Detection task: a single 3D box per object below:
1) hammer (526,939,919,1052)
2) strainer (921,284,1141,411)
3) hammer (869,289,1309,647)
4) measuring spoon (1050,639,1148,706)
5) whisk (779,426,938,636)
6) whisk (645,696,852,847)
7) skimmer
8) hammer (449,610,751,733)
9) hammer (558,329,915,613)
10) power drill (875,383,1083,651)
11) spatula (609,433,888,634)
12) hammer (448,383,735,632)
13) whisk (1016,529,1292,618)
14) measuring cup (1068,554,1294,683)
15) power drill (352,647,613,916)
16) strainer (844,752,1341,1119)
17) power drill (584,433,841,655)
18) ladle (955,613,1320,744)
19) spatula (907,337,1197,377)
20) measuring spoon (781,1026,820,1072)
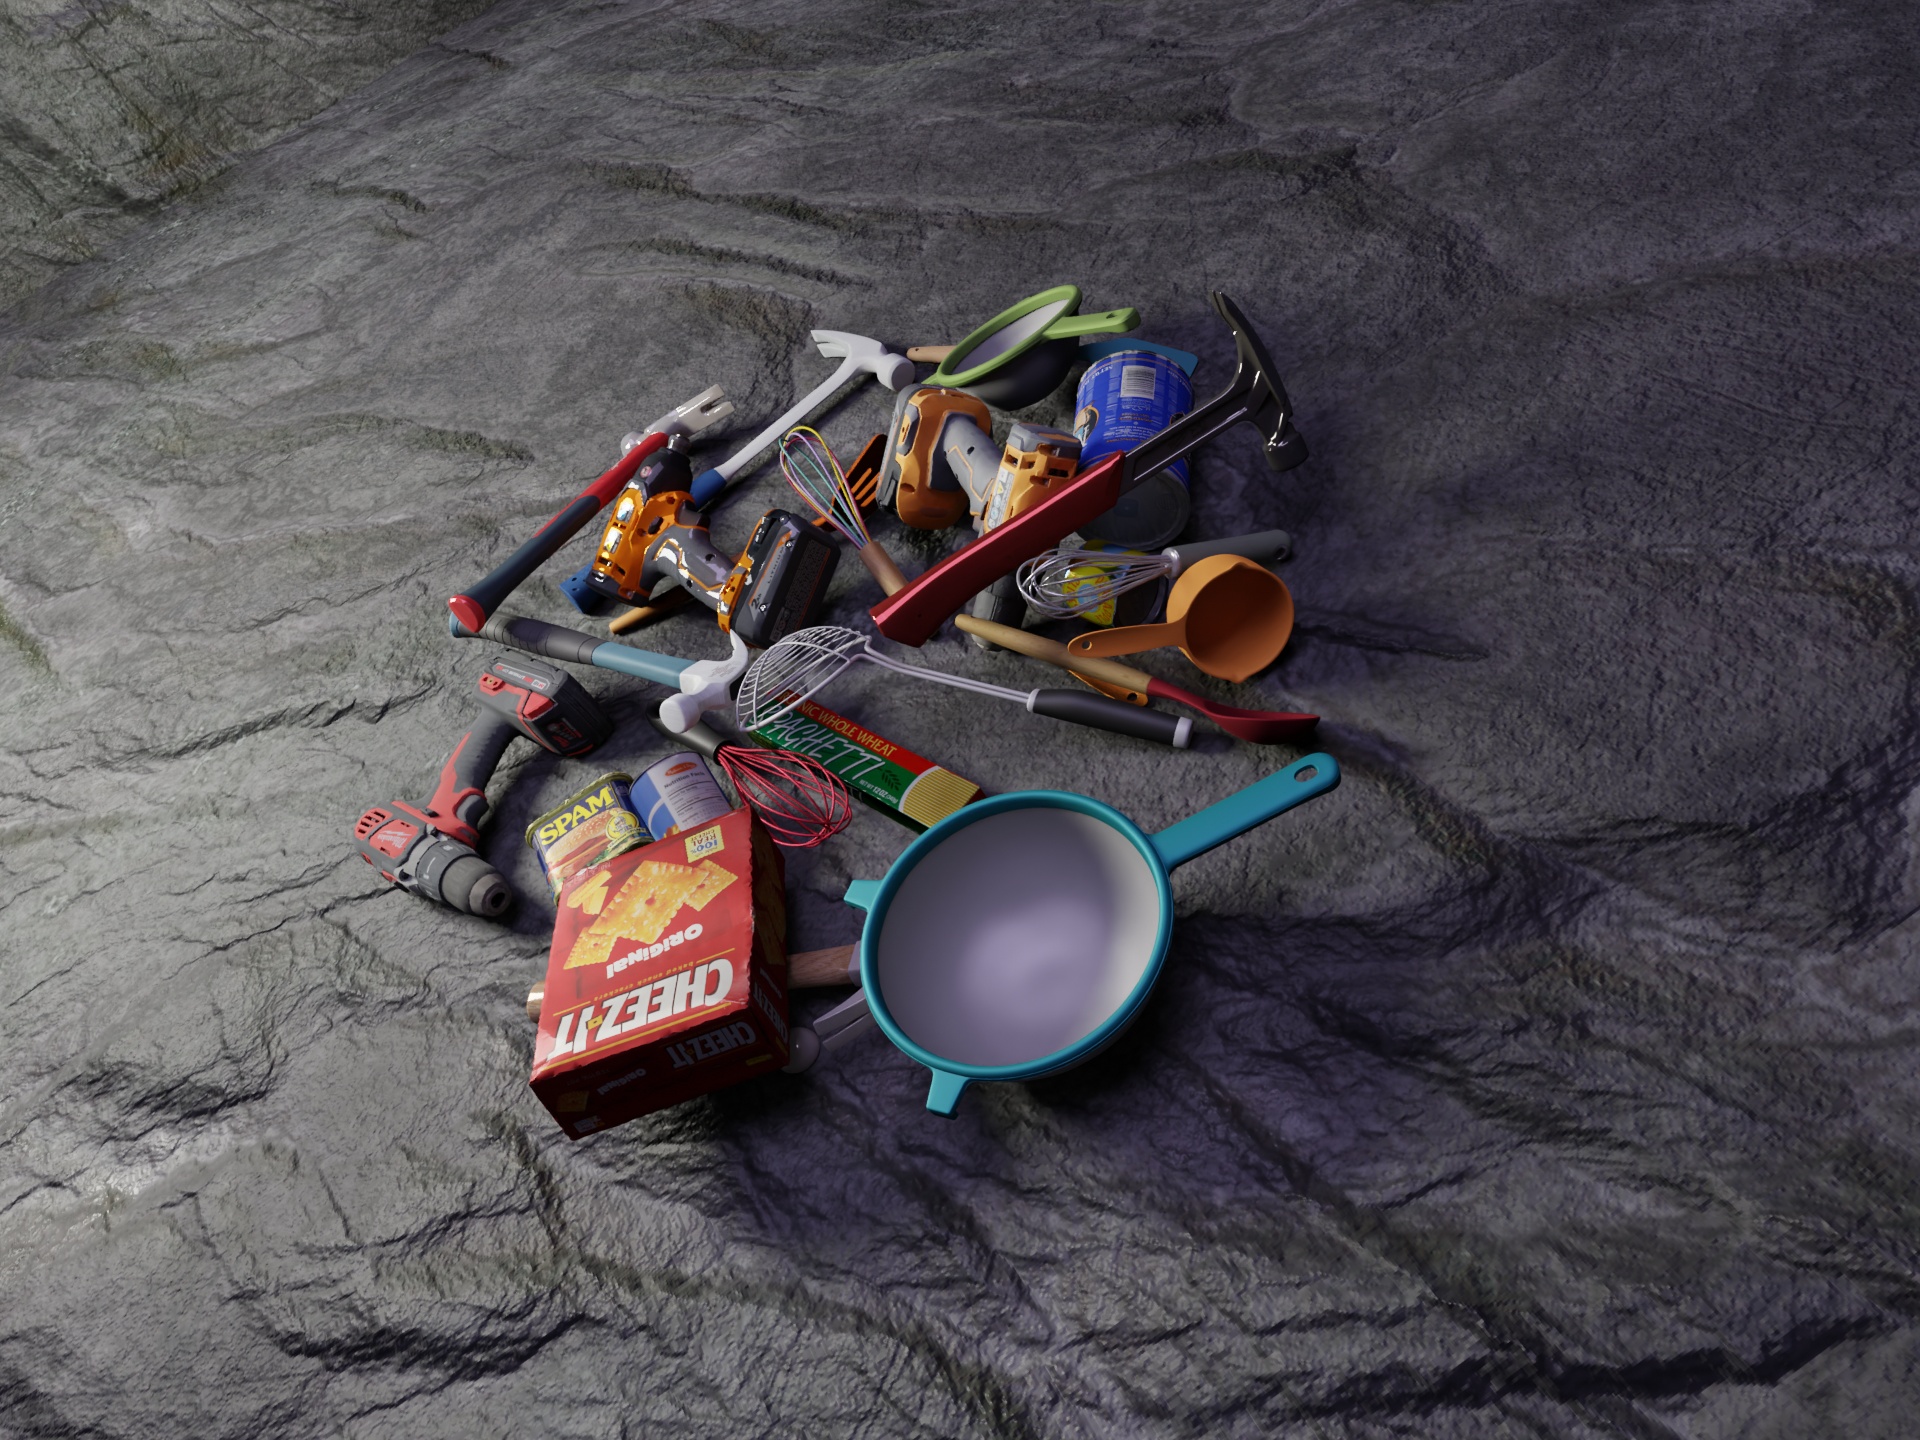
[{"bbox_3d":[-0.179,0.194,1.170,0.331,0.031,0.130,-11,36,22],"label":"hammer"},{"bbox_3d":[0.085,-0.320,1.400,0.151,0.069,0.256,-43,26,-20],"label":"strainer"},{"bbox_3d":[0.085,-0.174,1.214,0.359,0.149,0.037,-32,20,1],"label":"hammer"},{"bbox_3d":[0.104,-0.035,1.253,0.021,0.011,0.117,-45,51,-16],"label":"measuring spoon"},{"bbox_3d":[-0.090,-0.167,1.387,0.047,0.051,0.245,-38,67,6],"label":"whisk"},{"bbox_3d":[-0.184,0.034,1.306,0.073,0.073,0.296,-46,41,-15],"label":"whisk"},{"bbox_3d":[-0.002,-0.004,1.236,0.363,0.090,0.127,13,31,16],"label":"skimmer"},{"bbox_3d":[-0.318,-0.060,1.366,0.331,0.033,0.128,14,32,30],"label":"hammer"},{"bbox_3d":[-0.234,-0.252,1.589,0.405,0.035,0.144,-42,47,-11],"label":"hammer"},{"bbox_3d":[0.010,-0.176,1.340,0.084,0.185,0.226,3,22,-32],"label":"power drill"},{"bbox_3d":[-0.191,-0.163,1.483,0.322,0.081,0.041,-26,62,11],"label":"spatula"},{"bbox_3d":[-0.347,-0.203,1.496,0.143,0.038,0.386,-21,24,34],"label":"hammer"},{"bbox_3d":[0.152,-0.118,1.208,0.246,0.057,0.059,-12,52,-26],"label":"whisk"},{"bbox_3d":[0.157,-0.074,1.180,0.173,0.095,0.052,-9,24,-10],"label":"measuring cup"},{"bbox_3d":[-0.404,0.060,1.379,0.188,0.080,0.227,19,66,37],"label":"power drill"},{"bbox_3d":[0.103,0.127,1.054,0.340,0.095,0.211,-27,48,0],"label":"strainer"},{"bbox_3d":[-0.222,-0.161,1.427,0.227,0.084,0.164,21,89,30],"label":"power drill"},{"bbox_3d":[0.122,-0.034,1.198,0.316,0.069,0.031,21,104,33],"label":"ladle"},{"bbox_3d":[0.072,-0.339,1.522,0.318,0.044,0.082,13,60,40],"label":"spatula"},{"bbox_3d":[-0.158,0.228,1.147,0.124,0.018,0.034,4,54,27],"label":"measuring spoon"}]
